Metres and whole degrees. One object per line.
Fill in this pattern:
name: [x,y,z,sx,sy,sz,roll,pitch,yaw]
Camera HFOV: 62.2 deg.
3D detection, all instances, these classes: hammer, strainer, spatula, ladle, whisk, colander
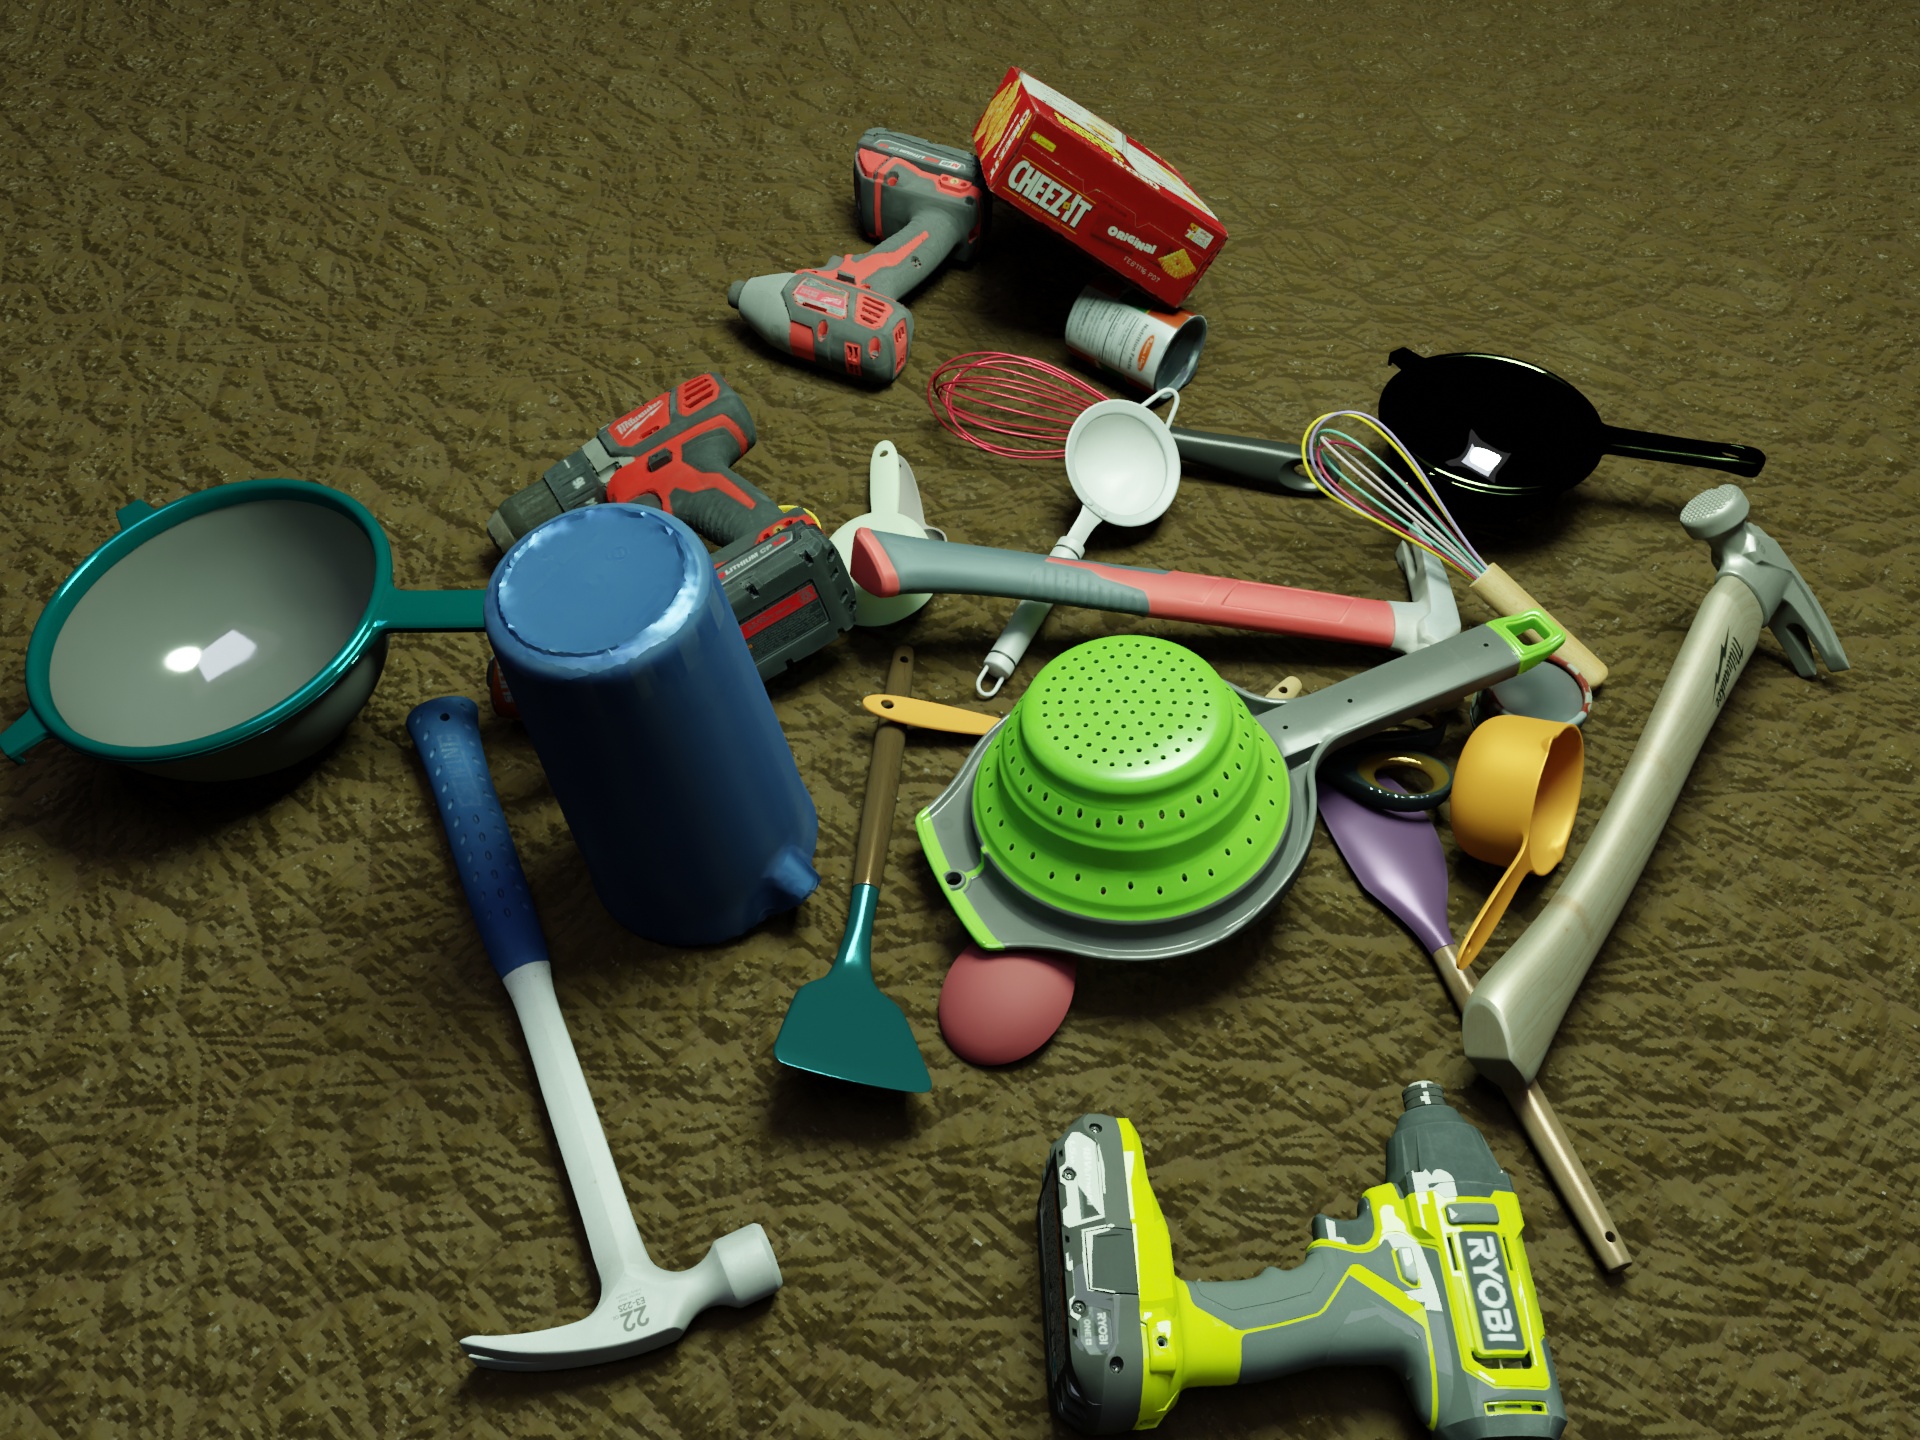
hammer: [-0.233,0.144,0.841,0.144,0.035,0.406,-19,54,-16]
strainer: [0.073,-0.118,1.044,0.086,0.050,0.258,38,66,-14]
strainer: [0.410,-0.176,1.093,0.256,0.069,0.152,9,49,4]
spatula: [0.277,0.146,0.864,0.059,0.018,0.316,-13,52,-9]
strainer: [-0.360,-0.039,0.932,0.340,0.095,0.211,-1,53,7]
ladle: [0.102,0.072,0.901,0.069,0.031,0.315,33,60,26]
hammer: [0.124,-0.091,1.001,0.386,0.038,0.143,7,50,-8]
spatula: [-0.046,0.070,0.901,0.082,0.044,0.318,15,49,-10]
whisk: [0.313,-0.105,1.014,0.245,0.051,0.047,44,66,4]
colander: [0.165,-0.008,0.879,0.397,0.094,0.205,-22,49,-11]
whisk: [0.121,-0.202,1.114,0.296,0.073,0.073,13,52,2]
hammer: [0.395,0.046,0.902,0.146,0.038,0.411,48,61,-15]

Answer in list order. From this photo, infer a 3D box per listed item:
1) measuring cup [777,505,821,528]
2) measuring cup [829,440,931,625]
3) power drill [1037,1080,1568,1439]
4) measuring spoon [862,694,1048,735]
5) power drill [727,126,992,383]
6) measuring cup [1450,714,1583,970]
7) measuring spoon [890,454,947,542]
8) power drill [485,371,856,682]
measuring cup: [-0.146,-0.076,1.032,0.062,0.029,0.156,30,68,27]
measuring cup: [-0.055,-0.137,1.054,0.083,0.038,0.168,-11,52,11]
power drill: [0.153,0.251,0.744,0.223,0.080,0.171,2,52,-5]
measuring spoon: [-0.002,-0.003,0.964,0.117,0.011,0.021,10,45,-11]
power drill: [-0.074,-0.355,1.222,0.143,0.078,0.220,20,57,14]
measuring cup: [0.291,0.068,0.883,0.052,0.095,0.174,15,50,37]
measuring spoon: [-0.034,-0.142,1.092,0.034,0.018,0.124,-20,46,3]
power drill: [-0.187,-0.113,1.004,0.188,0.080,0.227,-31,53,-8]
